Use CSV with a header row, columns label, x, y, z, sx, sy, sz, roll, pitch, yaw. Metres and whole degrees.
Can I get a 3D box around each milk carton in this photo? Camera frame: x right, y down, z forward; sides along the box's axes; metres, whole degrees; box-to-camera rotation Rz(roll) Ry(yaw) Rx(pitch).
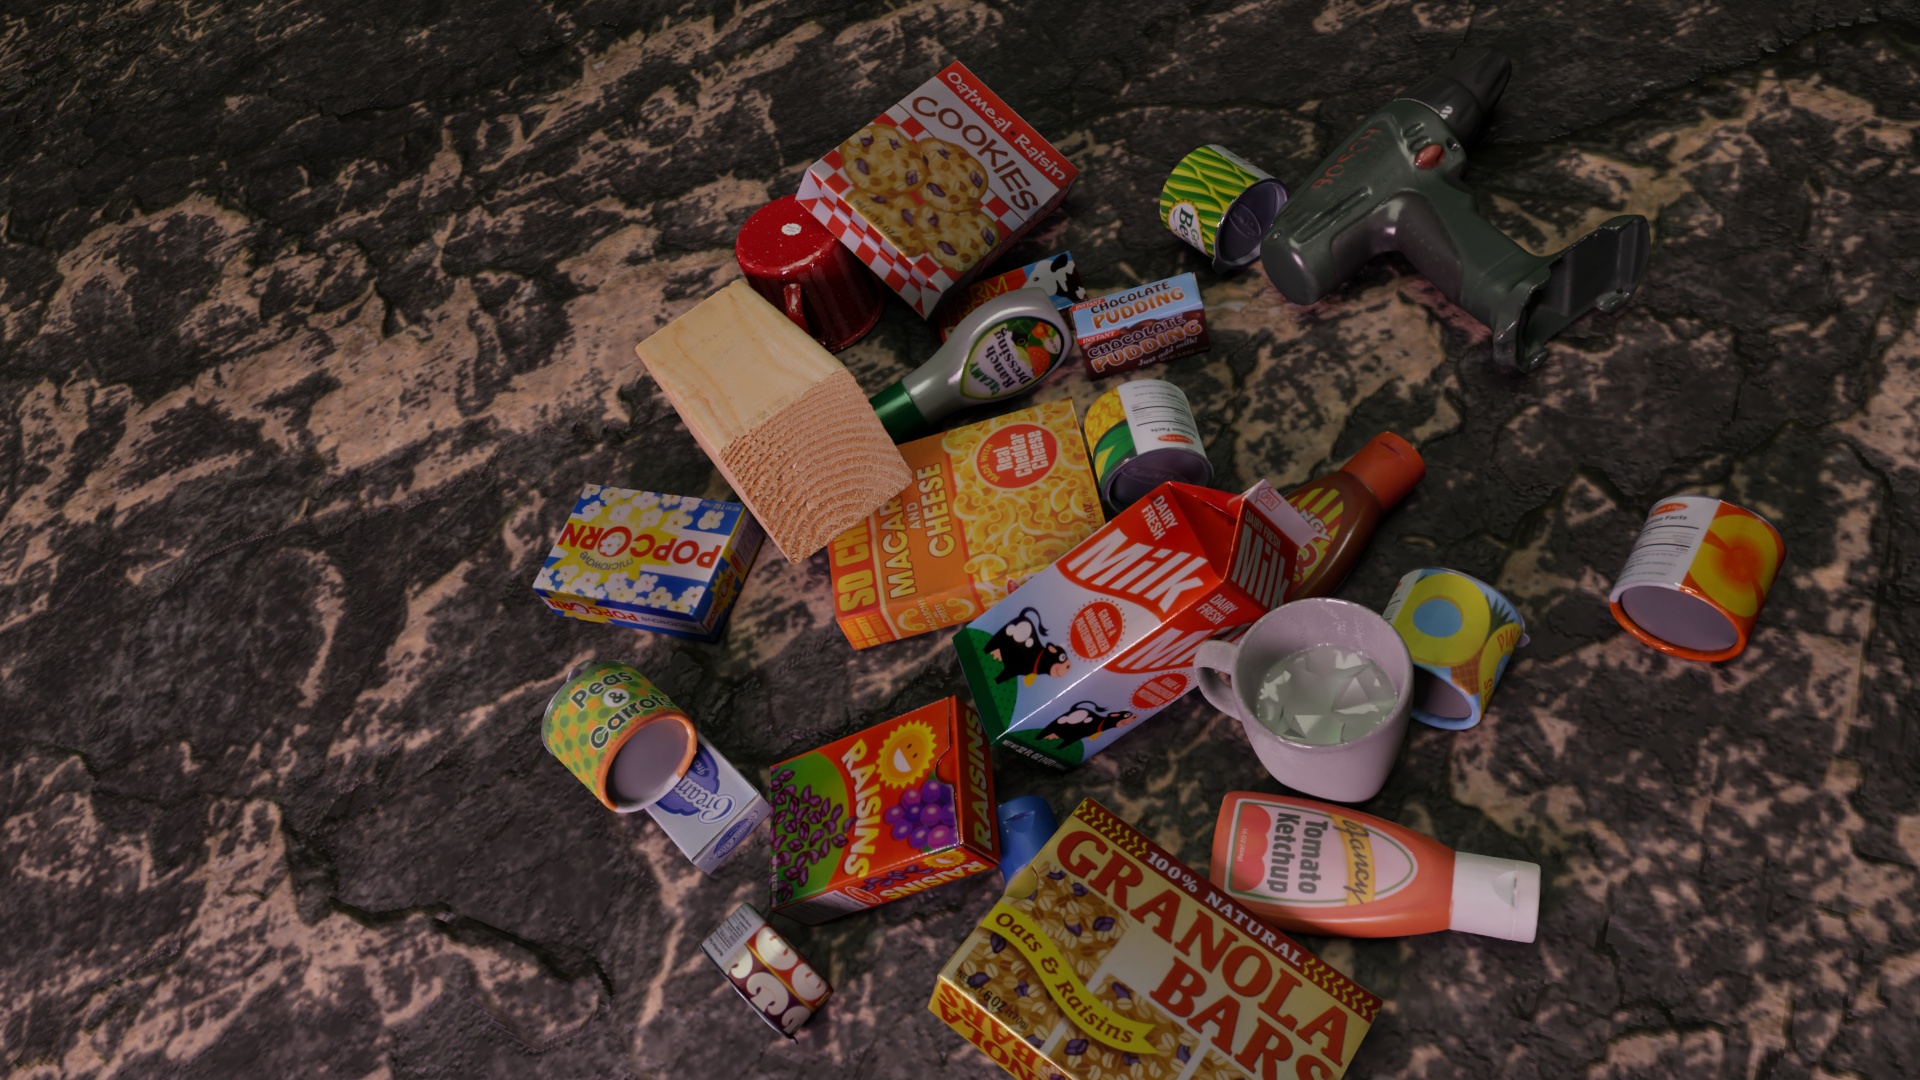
label,x,y,z,sx,sy,sz,roll,pitch,yaw
milk carton,0.096,0.037,0.730,0.190,0.072,0.074,-37,50,18

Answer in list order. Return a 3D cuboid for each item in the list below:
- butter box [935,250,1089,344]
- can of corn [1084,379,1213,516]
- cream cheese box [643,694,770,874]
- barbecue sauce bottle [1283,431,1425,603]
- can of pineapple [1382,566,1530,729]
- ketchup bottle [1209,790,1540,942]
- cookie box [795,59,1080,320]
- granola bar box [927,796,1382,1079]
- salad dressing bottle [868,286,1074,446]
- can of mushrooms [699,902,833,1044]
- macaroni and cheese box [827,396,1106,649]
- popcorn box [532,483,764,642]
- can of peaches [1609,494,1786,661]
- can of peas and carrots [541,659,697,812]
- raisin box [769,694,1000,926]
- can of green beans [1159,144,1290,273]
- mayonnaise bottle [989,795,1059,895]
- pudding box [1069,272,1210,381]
label,x,y,z,sx,sy,sz,roll,pitch,yaw
butter box,0.035,-0.159,0.956,0.103,0.024,0.053,-18,52,4
can of corn,0.111,-0.053,0.834,0.071,0.071,0.058,-16,52,7
cream cheese box,-0.161,0.140,0.808,0.053,0.024,0.104,-44,55,-14
barbecue sauce bottle,0.199,-0.002,0.783,0.149,0.043,0.065,-40,52,-12
can of pineapple,0.248,0.056,0.712,0.071,0.070,0.058,22,66,29
ketchup bottle,0.198,0.162,0.668,0.149,0.043,0.065,5,61,20
cookie box,-0.013,-0.247,0.967,0.123,0.040,0.168,43,58,2
granola bar box,0.088,0.210,0.627,0.166,0.038,0.125,33,50,19
salad dressing bottle,0.002,-0.110,0.913,0.147,0.064,0.044,-32,36,5
can of mushrooms,-0.097,0.220,0.708,0.033,0.070,0.071,-45,55,-16
macaroni and cheese box,0.003,-0.011,0.852,0.166,0.040,0.124,-15,52,7
popcorn box,-0.202,0.013,0.901,0.127,0.038,0.085,8,59,22
can of peaches,0.372,0.021,0.699,0.071,0.071,0.058,24,66,30
can of peas and carrots,-0.191,0.108,0.779,0.059,0.070,0.071,33,71,32
raisin box,-0.043,0.144,0.736,0.123,0.040,0.086,-24,49,24
can of green beans,0.176,-0.224,0.931,0.071,0.071,0.058,-38,53,-10
mayonnaise bottle,0.052,0.198,0.689,0.065,0.041,0.149,-19,53,-5
pudding box,0.117,-0.139,0.900,0.084,0.049,0.030,-14,55,8
